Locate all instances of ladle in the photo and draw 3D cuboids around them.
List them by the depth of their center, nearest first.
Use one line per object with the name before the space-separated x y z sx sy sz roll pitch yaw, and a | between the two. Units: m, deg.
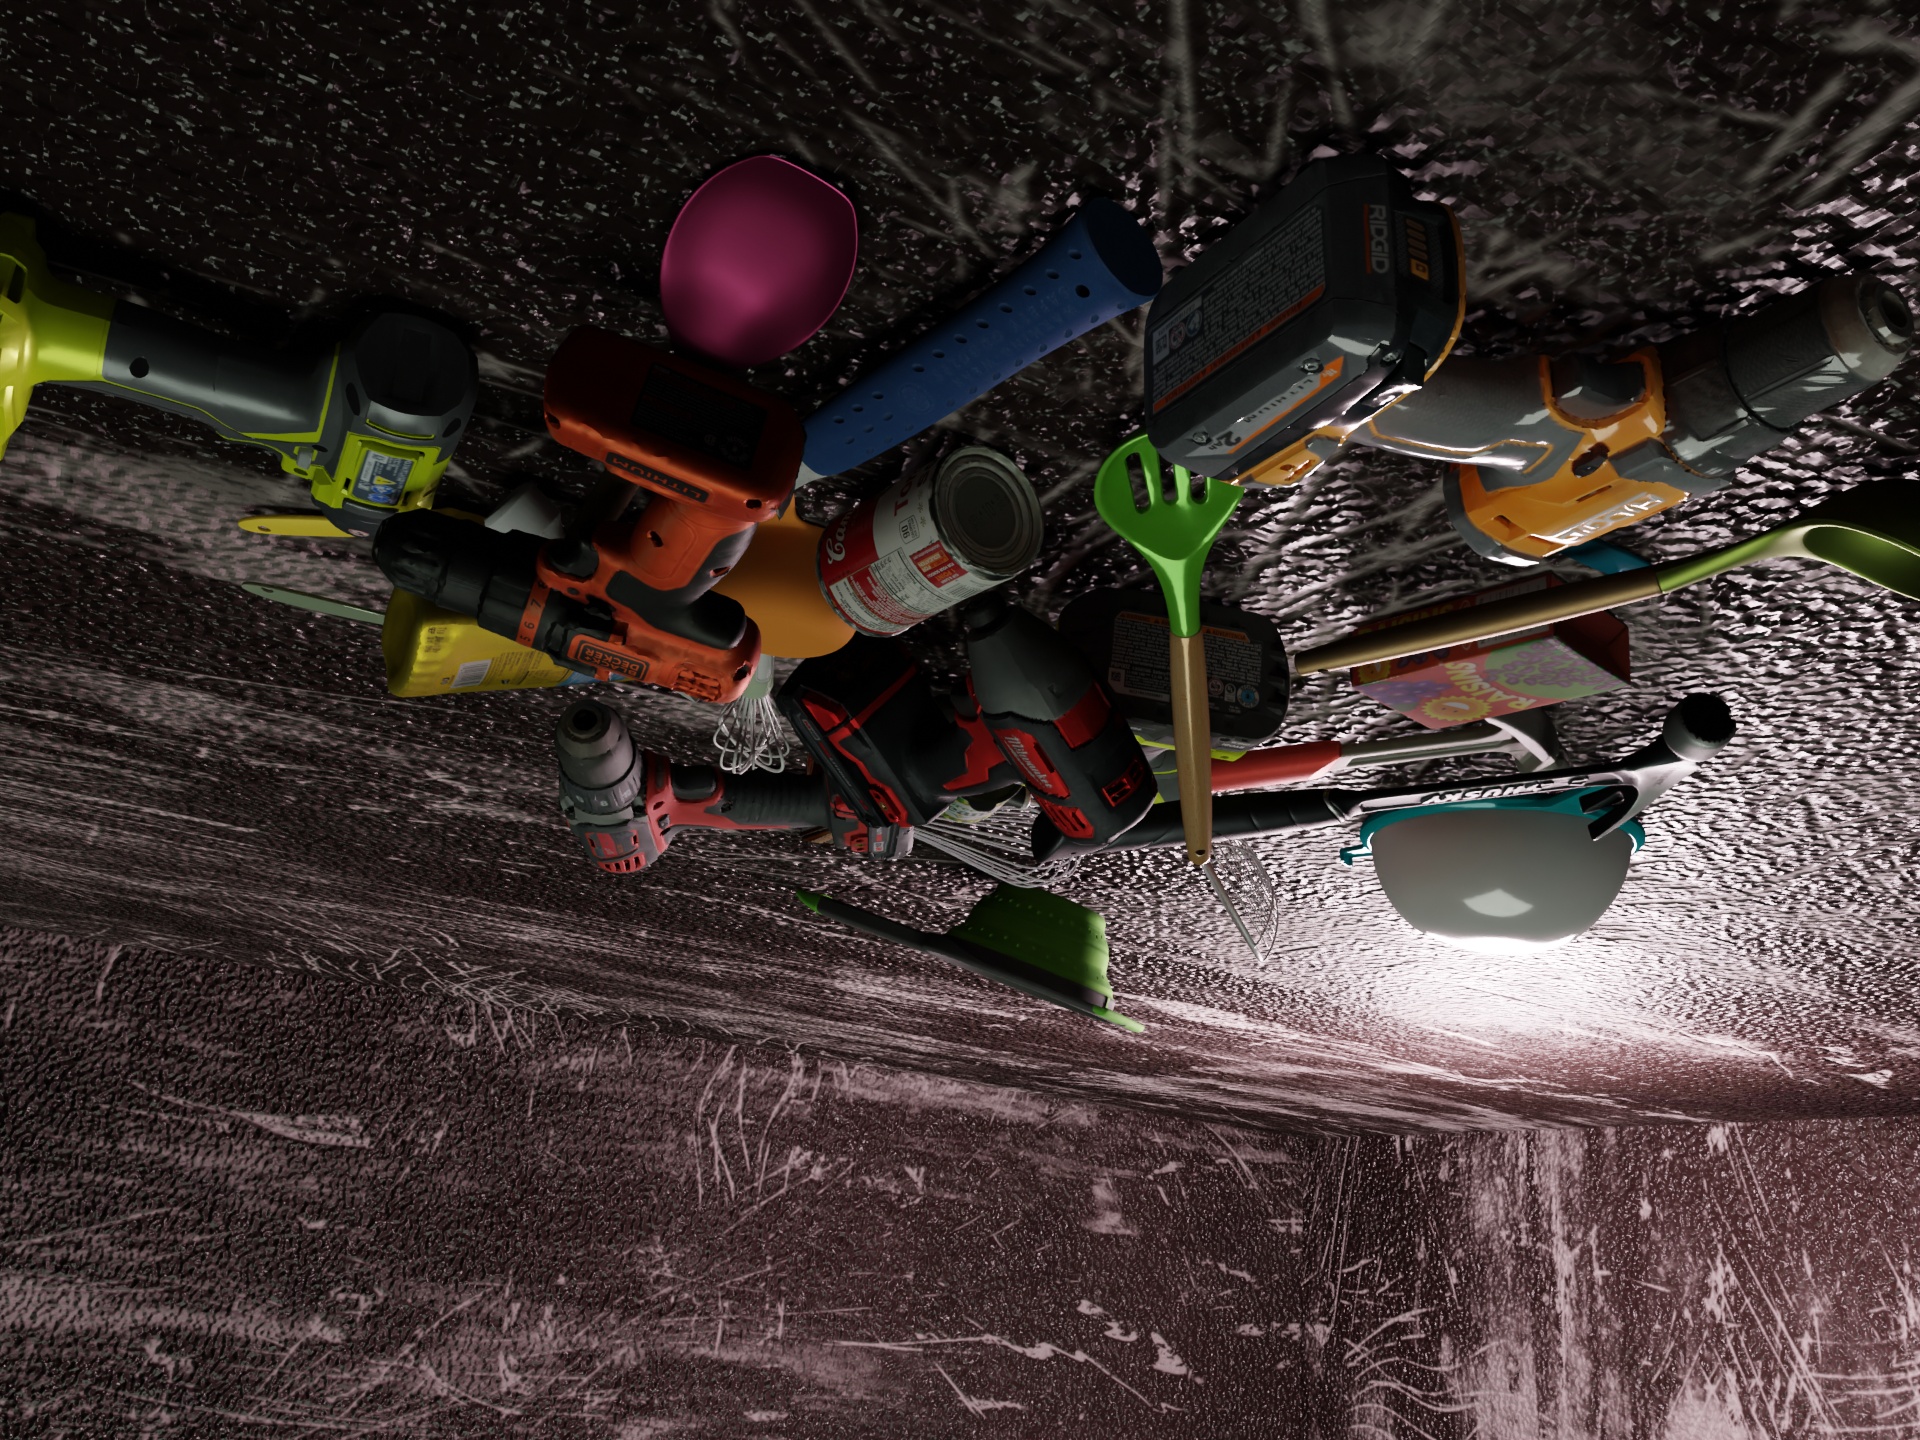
ladle | 0.311 -0.050 0.766 0.320 0.062 0.078 -14 157 34

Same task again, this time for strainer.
strainer | 0.425 0.110 1.166 0.211 0.095 0.340 8 162 -6

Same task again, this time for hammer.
hammer | -0.069 -0.113 0.715 0.405 0.035 0.144 -21 120 46
hammer | 0.246 0.050 0.970 0.409 0.036 0.149 -6 154 -4
hammer | 0.214 0.028 1.084 0.359 0.037 0.149 -9 156 35

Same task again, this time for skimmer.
skimmer | 0.093 0.100 1.239 0.363 0.090 0.127 17 -159 -18

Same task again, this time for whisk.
whisk | -0.134 -0.021 1.034 0.059 0.058 0.246 38 157 8
whisk | -0.038 0.080 1.284 0.284 0.070 0.070 14 159 -8

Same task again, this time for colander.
colander | 0.007 0.195 1.570 0.397 0.094 0.204 15 168 32

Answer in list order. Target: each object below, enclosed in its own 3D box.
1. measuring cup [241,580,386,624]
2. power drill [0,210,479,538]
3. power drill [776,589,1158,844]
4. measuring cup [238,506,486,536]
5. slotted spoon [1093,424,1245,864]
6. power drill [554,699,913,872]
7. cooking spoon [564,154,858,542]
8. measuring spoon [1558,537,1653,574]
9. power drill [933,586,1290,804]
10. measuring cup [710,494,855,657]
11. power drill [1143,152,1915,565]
measuring cup | -0.337 -0.076 0.948 0.167 0.038 0.083 12 160 -10
power drill | -0.344 -0.141 0.709 0.223 0.080 0.171 11 159 -25
power drill | -0.001 -0.003 0.875 0.220 0.078 0.143 -1 128 54
measuring cup | -0.329 -0.096 0.893 0.156 0.029 0.062 3 161 0
slotted spoon | 0.113 -0.029 0.808 0.070 0.031 0.313 -7 135 5
power drill | -0.145 0.035 1.017 0.226 0.080 0.187 -4 154 -5
cooking spoon | -0.131 -0.131 0.691 0.068 0.017 0.319 24 145 -20
measuring spoon | 0.297 -0.079 0.777 0.128 0.021 0.042 15 158 -26
power drill | 0.082 -0.004 0.974 0.190 0.080 0.228 10 163 -11
measuring cup | -0.097 -0.082 0.835 0.095 0.052 0.173 5 163 2
power drill | 0.205 -0.129 0.583 0.226 0.084 0.185 11 160 -27
